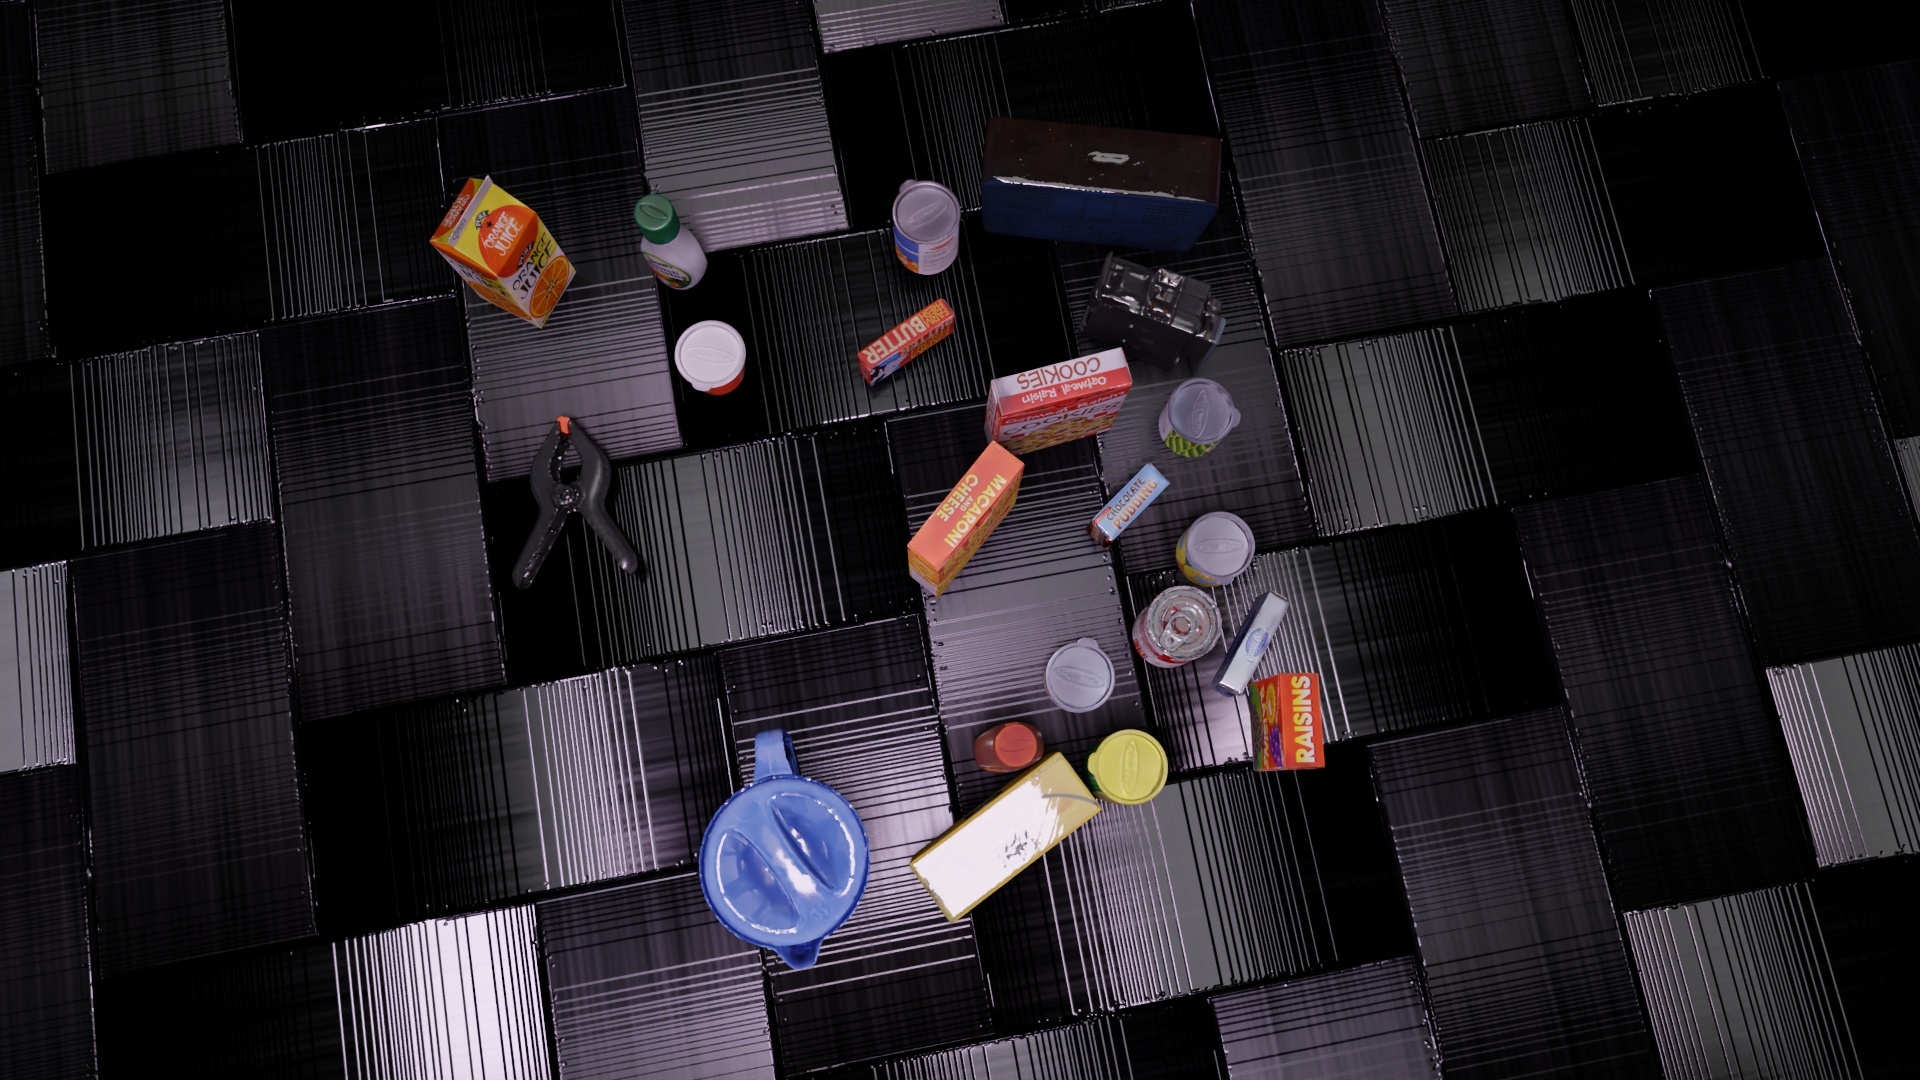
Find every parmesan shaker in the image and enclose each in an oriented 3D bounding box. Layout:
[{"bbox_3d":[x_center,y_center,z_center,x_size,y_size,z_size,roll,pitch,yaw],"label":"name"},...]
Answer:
[{"bbox_3d":[0.147,0.209,1.280,0.071,0.103,0.071,0,80,-1],"label":"parmesan shaker"}]

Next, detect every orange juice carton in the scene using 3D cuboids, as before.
[{"bbox_3d":[-0.434,-0.275,1.311,0.073,0.192,0.072,27,80,4],"label":"orange juice carton"}]

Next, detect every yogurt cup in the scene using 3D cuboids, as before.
[{"bbox_3d":[-0.243,-0.177,1.368,0.072,0.054,0.072,0,79,-1],"label":"yogurt cup"}]

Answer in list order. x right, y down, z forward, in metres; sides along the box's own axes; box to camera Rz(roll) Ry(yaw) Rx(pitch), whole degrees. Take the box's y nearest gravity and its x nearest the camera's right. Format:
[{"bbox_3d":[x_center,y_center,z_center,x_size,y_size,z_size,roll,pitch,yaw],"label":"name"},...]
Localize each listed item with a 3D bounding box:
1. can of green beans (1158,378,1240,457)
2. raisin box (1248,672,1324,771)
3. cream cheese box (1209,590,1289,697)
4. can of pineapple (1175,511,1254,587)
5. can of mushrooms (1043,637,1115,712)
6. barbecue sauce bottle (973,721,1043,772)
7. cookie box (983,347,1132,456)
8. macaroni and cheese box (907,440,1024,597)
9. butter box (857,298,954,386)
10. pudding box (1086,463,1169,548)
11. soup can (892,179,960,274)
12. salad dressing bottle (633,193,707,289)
[{"bbox_3d":[0.232,-0.120,1.368,0.071,0.057,0.071,0,79,-1],"label":"can of green beans"},{"bbox_3d":[0.299,0.168,1.281,0.040,0.123,0.086,0,80,-1],"label":"raisin box"},{"bbox_3d":[0.276,0.100,1.329,0.024,0.053,0.104,30,80,4],"label":"cream cheese box"},{"bbox_3d":[0.245,0.011,1.343,0.071,0.057,0.071,0,79,-1],"label":"can of pineapple"},{"bbox_3d":[0.114,0.129,1.329,0.071,0.033,0.071,0,79,-1],"label":"can of mushrooms"},{"bbox_3d":[0.046,0.187,1.258,0.065,0.148,0.044,-9,80,-3],"label":"barbecue sauce bottle"},{"bbox_3d":[0.088,-0.125,1.309,0.123,0.167,0.040,-15,81,-4],"label":"cookie box"},{"bbox_3d":[0.005,-0.016,1.287,0.040,0.166,0.124,38,81,5],"label":"macaroni and cheese box"},{"bbox_3d":[-0.054,-0.197,1.377,0.103,0.053,0.024,-35,82,-7],"label":"butter box"},{"bbox_3d":[0.163,-0.034,1.354,0.084,0.049,0.030,-44,84,-8],"label":"pudding box"},{"bbox_3d":[-0.035,-0.313,1.384,0.071,0.083,0.071,0,80,-1],"label":"soup can"},{"bbox_3d":[-0.283,-0.288,1.341,0.064,0.147,0.044,26,80,3],"label":"salad dressing bottle"}]
